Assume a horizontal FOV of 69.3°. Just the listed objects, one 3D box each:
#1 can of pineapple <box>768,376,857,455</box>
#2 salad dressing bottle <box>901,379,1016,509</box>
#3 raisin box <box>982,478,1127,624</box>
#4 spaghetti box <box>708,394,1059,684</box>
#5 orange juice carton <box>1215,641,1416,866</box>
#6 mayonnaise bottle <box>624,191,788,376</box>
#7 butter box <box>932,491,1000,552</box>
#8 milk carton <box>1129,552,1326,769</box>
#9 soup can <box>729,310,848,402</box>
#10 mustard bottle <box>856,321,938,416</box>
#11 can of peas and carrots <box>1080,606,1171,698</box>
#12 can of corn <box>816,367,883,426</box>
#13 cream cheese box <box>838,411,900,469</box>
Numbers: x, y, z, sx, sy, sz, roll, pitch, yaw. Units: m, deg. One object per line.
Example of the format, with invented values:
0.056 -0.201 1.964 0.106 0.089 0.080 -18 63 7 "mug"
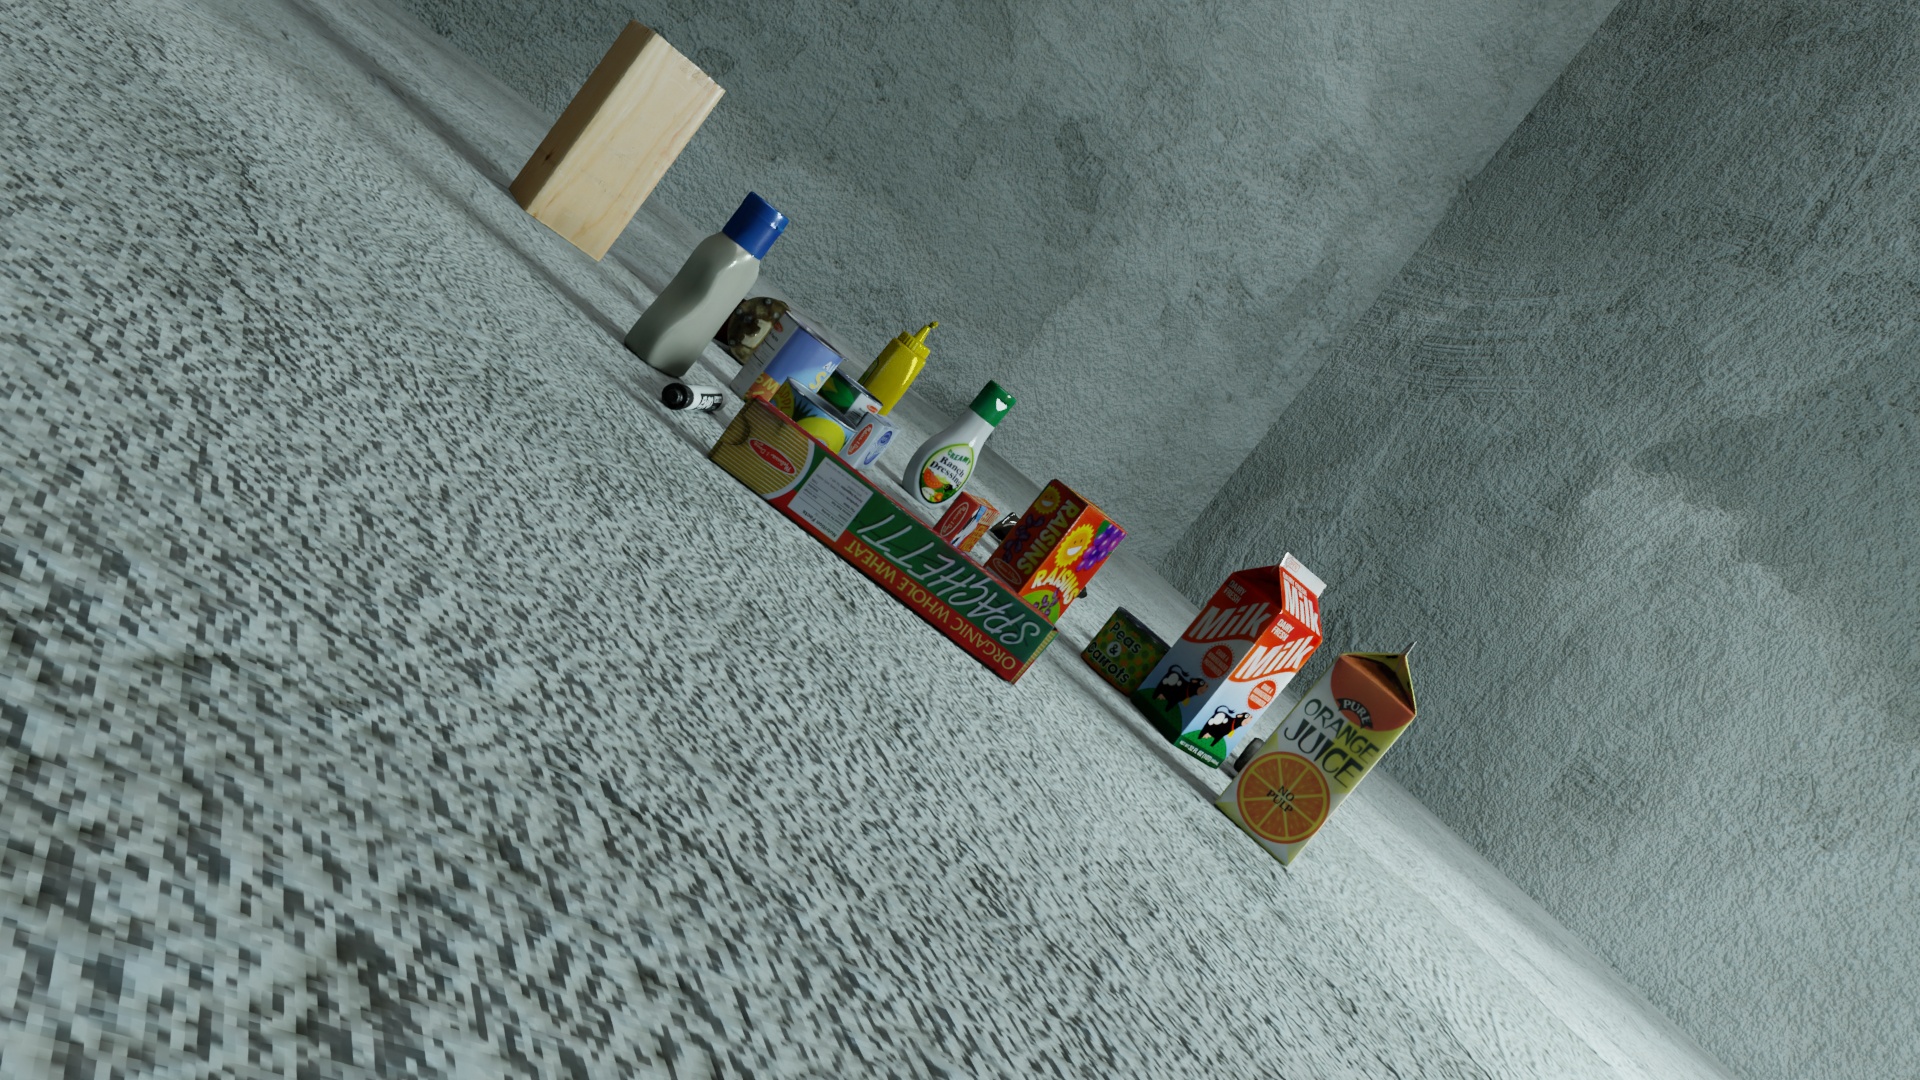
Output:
-0.121 -0.081 1.033 0.071 0.058 0.071 38 6 -4 "can of pineapple"
0.000 -0.102 1.468 0.064 0.147 0.044 35 6 -29 "salad dressing bottle"
0.059 0.021 1.027 0.040 0.123 0.086 42 7 30 "raisin box"
-0.048 0.001 0.899 0.250 0.050 0.029 38 6 -9 "spaghetti box"
0.287 0.152 1.071 0.073 0.192 0.072 40 6 16 "orange juice carton"
-0.187 -0.192 1.042 0.041 0.148 0.065 40 6 15 "mayonnaise bottle"
0.005 -0.016 1.316 0.024 0.053 0.103 40 6 12 "butter box"
0.246 0.099 1.228 0.072 0.190 0.073 34 7 -39 "milk carton"
-0.152 -0.149 1.232 0.071 0.083 0.071 38 6 -4 "soup can"
-0.080 -0.190 1.584 0.049 0.160 0.065 37 6 -17 "mustard bottle"
0.152 0.103 1.274 0.071 0.058 0.071 38 6 -4 "can of peas and carrots"
-0.124 -0.138 1.431 0.071 0.058 0.071 38 6 -4 "can of corn"
-0.090 -0.096 1.347 0.024 0.053 0.104 39 6 3 "cream cheese box"
